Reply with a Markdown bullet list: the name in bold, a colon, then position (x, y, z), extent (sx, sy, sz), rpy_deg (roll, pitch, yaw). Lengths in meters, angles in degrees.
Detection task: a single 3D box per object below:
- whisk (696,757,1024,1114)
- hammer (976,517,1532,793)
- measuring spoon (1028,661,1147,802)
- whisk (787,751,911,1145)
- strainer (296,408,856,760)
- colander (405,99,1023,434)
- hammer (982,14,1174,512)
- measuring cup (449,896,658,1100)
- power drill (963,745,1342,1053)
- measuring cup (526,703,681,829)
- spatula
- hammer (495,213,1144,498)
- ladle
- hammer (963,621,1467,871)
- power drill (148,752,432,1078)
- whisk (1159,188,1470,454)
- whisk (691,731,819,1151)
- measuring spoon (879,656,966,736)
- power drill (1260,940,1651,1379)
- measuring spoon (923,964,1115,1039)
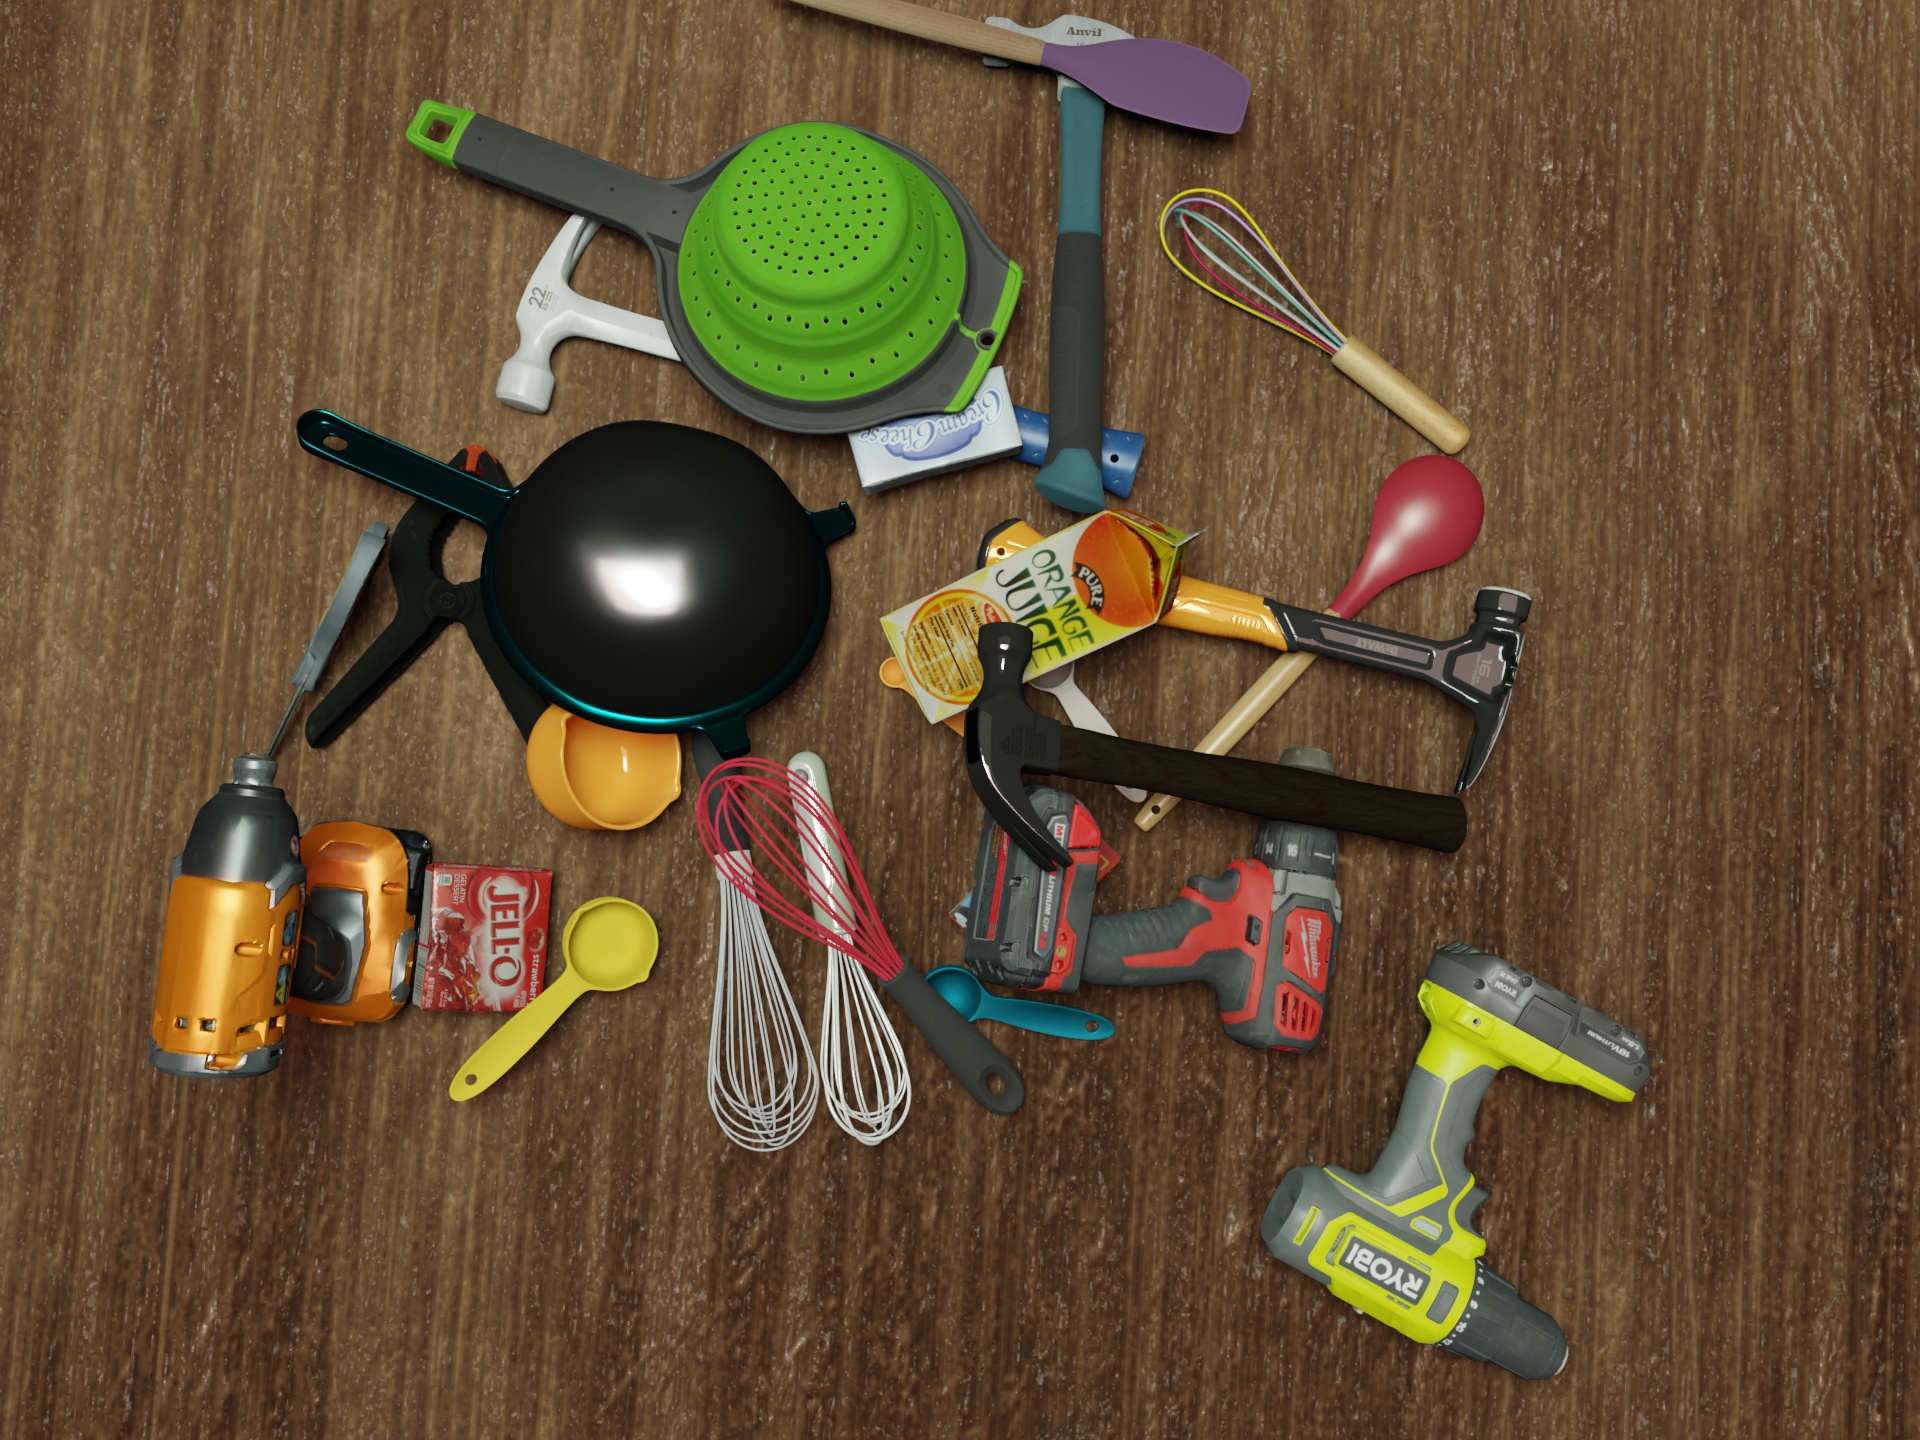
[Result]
- **whisk**: position (-0.051, 0.135, 0.942), extent (0.073, 0.073, 0.295), rpy_deg (-40, 111, -3)
- **hammer**: position (0.172, -0.057, 0.987), extent (0.337, 0.034, 0.127), rpy_deg (15, 86, 8)
- **measuring spoon**: position (0.080, 0.001, 1.014), extent (0.034, 0.018, 0.124), rpy_deg (-35, 94, -3)
- **whisk**: position (-0.075, 0.139, 0.987), extent (0.058, 0.059, 0.246), rpy_deg (-16, 82, 26)
- **strainer**: position (-0.235, -0.129, 0.937), extent (0.340, 0.095, 0.211), rpy_deg (23, 61, -1)
- **colander**: position (-0.160, -0.311, 0.947), extent (0.397, 0.094, 0.204), rpy_deg (22, 79, 5)
- **hammer**: position (0.073, -0.290, 1.001), extent (0.128, 0.033, 0.331), rpy_deg (2, 78, -1)
- **measuring cup**: position (-0.253, 0.171, 0.975), extent (0.156, 0.029, 0.062), rpy_deg (-44, 108, -14)
- **power drill**: position (0.128, 0.093, 0.958), extent (0.226, 0.080, 0.188), rpy_deg (12, 80, -16)
- **measuring cup**: position (-0.210, -0.012, 0.991), extent (0.095, 0.052, 0.174), rpy_deg (39, 56, -38)
- **spatula**: position (0.028, -0.429, 1.003), extent (0.316, 0.018, 0.060), rpy_deg (14, 74, 1)
- **hammer**: position (-0.082, -0.220, 1.014), extent (0.405, 0.035, 0.144), rpy_deg (15, 87, 1)
- **ladle**: position (0.220, -0.048, 1.011), extent (0.069, 0.031, 0.315), rpy_deg (43, 89, 4)
- **hammer**: position (0.156, 0.038, 0.925), extent (0.331, 0.031, 0.130), rpy_deg (11, 73, -21)
- **power drill**: position (-0.371, 0.104, 0.895), extent (0.084, 0.226, 0.164), rpy_deg (6, 86, 0)
- **whisk**: position (0.229, -0.255, 1.016), extent (0.245, 0.051, 0.047), rpy_deg (38, 81, -1)
- **whisk**: position (-0.135, 0.121, 0.985), extent (0.070, 0.070, 0.285), rpy_deg (-9, 81, -1)
- **measuring spoon**: position (-0.002, -0.003, 1.015), extent (0.117, 0.011, 0.021), rpy_deg (34, 83, -2)
- **power drill**: position (0.317, 0.270, 0.966), extent (0.190, 0.080, 0.228), rpy_deg (29, 89, 2)
- **measuring spoon**: position (0.035, 0.179, 1.001), extent (0.128, 0.021, 0.042), rpy_deg (13, 106, -8)
